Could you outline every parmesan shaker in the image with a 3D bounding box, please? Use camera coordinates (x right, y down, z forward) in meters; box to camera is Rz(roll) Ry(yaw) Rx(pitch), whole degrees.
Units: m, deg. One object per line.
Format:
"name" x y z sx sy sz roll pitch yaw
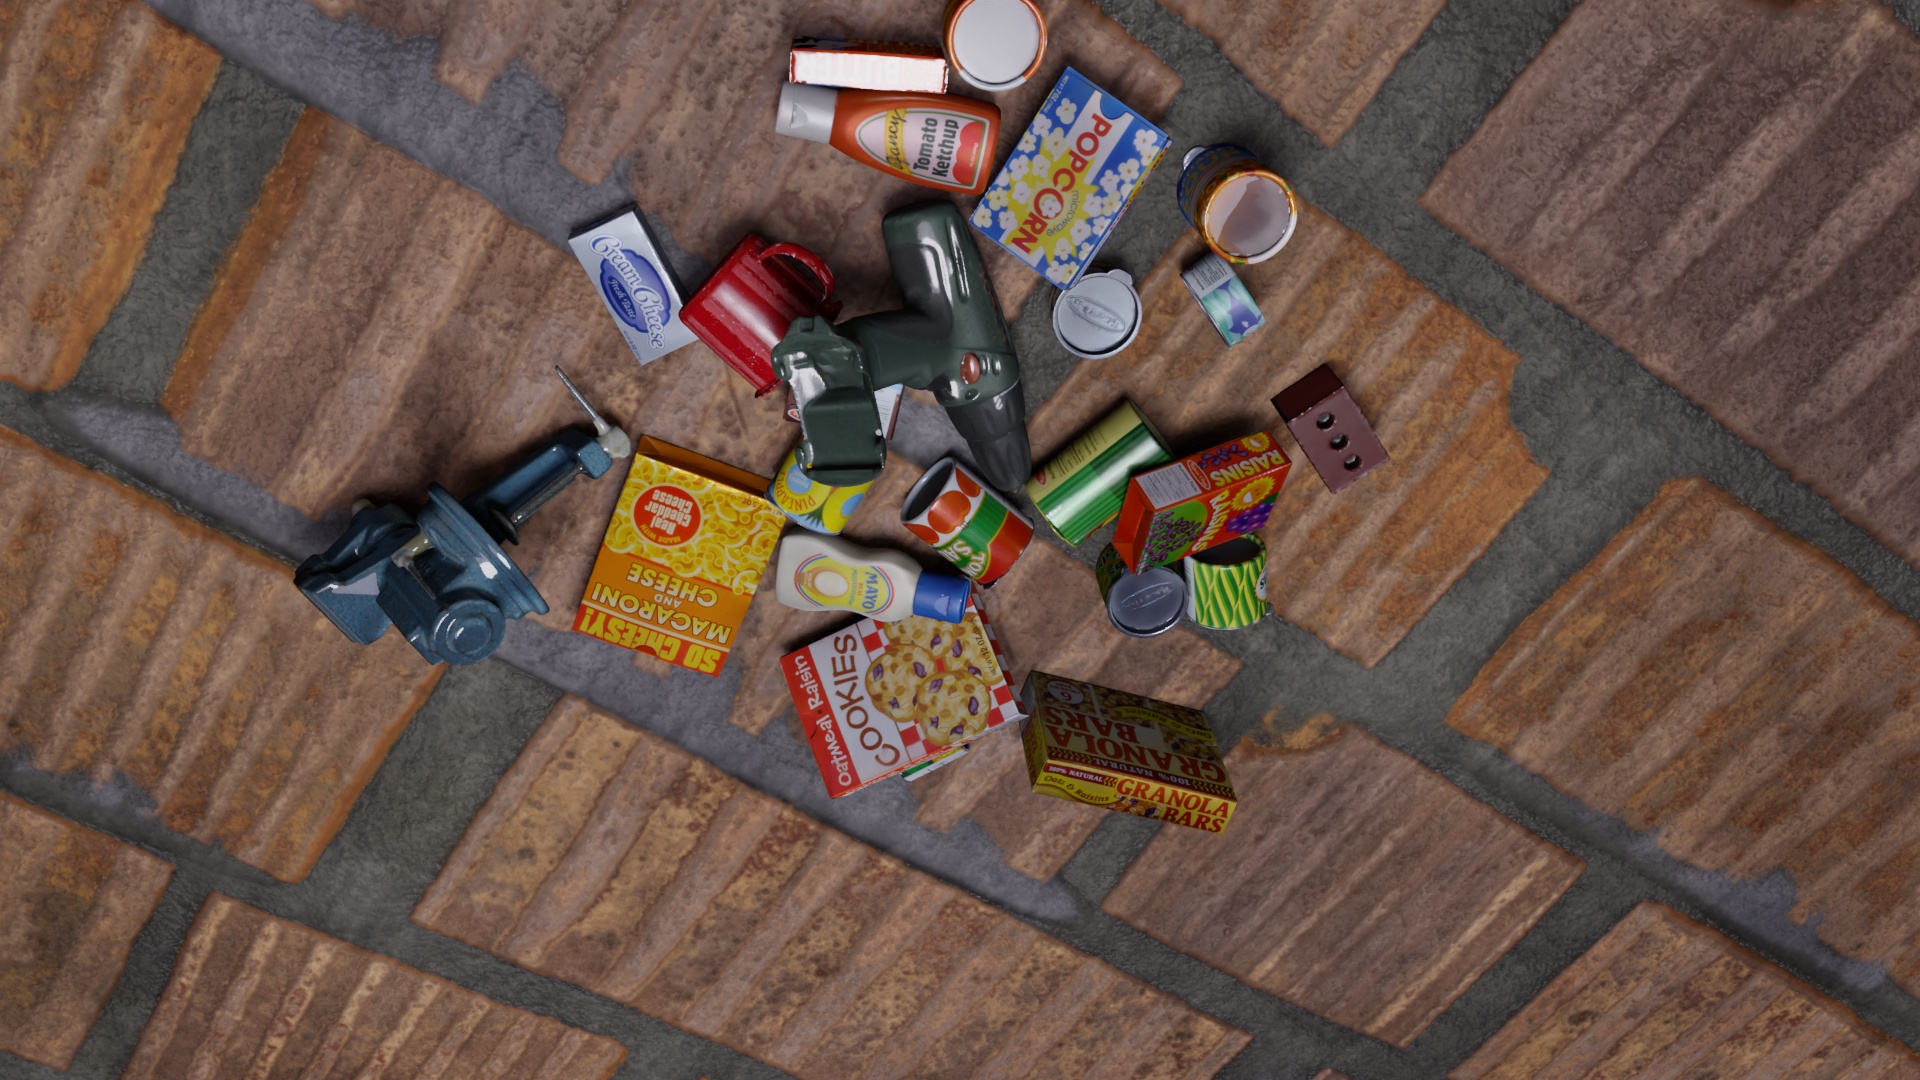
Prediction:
"parmesan shaker" 0.109 -0.050 1.062 0.103 0.071 0.071 -38 114 14

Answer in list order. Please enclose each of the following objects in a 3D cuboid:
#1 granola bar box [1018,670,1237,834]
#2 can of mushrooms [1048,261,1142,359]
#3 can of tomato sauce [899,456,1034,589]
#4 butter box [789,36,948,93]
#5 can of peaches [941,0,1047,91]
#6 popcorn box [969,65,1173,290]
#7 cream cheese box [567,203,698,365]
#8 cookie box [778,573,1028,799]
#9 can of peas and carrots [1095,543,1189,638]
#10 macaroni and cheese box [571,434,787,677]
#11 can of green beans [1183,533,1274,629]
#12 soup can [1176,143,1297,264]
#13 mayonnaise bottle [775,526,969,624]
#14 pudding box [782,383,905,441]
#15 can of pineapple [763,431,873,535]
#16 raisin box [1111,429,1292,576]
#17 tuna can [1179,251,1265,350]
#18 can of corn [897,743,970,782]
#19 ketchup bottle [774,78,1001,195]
"granola bar box" 0.135 0.173 1.148 0.166 0.125 0.039 15 116 -12
"can of mushrooms" 0.100 -0.172 1.022 0.071 0.033 0.070 -2 117 -3
"can of tomato sauce" 0.004 -0.013 1.074 0.083 0.071 0.071 38 108 -20
"butter box" -0.061 -0.317 0.924 0.103 0.053 0.024 2 119 -6
"can of peaches" 0.022 -0.337 0.918 0.071 0.058 0.071 -2 118 -4
"popcorn box" 0.076 -0.248 0.961 0.085 0.038 0.126 38 110 8
"cream cheese box" -0.230 -0.183 0.994 0.053 0.024 0.103 -24 116 6
"cookie box" -0.047 0.117 1.114 0.167 0.040 0.123 -25 76 8
"can of peas and carrots" 0.144 0.034 1.115 0.071 0.059 0.070 -2 116 -4
"macaroni and cheese box" -0.219 0.016 1.086 0.124 0.040 0.165 20 113 -13
"can of green beans" 0.213 0.030 1.115 0.071 0.071 0.057 -7 117 -1
"soup can" 0.190 -0.237 0.968 0.071 0.084 0.071 -2 117 -3
"mayonnaise bottle" -0.068 0.033 1.085 0.148 0.041 0.064 12 109 8
"pudding box" -0.087 -0.109 1.040 0.084 0.030 0.049 11 117 -10
"can of pineapple" -0.104 -0.046 1.048 0.071 0.071 0.057 27 111 -17
"raisin box" 0.183 -0.029 1.059 0.124 0.040 0.085 -19 148 -18
"tuna can" 0.192 -0.174 1.010 0.033 0.071 0.071 -34 115 12
"can of corn" -0.033 0.157 1.159 0.058 0.071 0.071 -28 116 8
"ketchup bottle" -0.050 -0.281 0.948 0.149 0.044 0.064 10 121 -9
